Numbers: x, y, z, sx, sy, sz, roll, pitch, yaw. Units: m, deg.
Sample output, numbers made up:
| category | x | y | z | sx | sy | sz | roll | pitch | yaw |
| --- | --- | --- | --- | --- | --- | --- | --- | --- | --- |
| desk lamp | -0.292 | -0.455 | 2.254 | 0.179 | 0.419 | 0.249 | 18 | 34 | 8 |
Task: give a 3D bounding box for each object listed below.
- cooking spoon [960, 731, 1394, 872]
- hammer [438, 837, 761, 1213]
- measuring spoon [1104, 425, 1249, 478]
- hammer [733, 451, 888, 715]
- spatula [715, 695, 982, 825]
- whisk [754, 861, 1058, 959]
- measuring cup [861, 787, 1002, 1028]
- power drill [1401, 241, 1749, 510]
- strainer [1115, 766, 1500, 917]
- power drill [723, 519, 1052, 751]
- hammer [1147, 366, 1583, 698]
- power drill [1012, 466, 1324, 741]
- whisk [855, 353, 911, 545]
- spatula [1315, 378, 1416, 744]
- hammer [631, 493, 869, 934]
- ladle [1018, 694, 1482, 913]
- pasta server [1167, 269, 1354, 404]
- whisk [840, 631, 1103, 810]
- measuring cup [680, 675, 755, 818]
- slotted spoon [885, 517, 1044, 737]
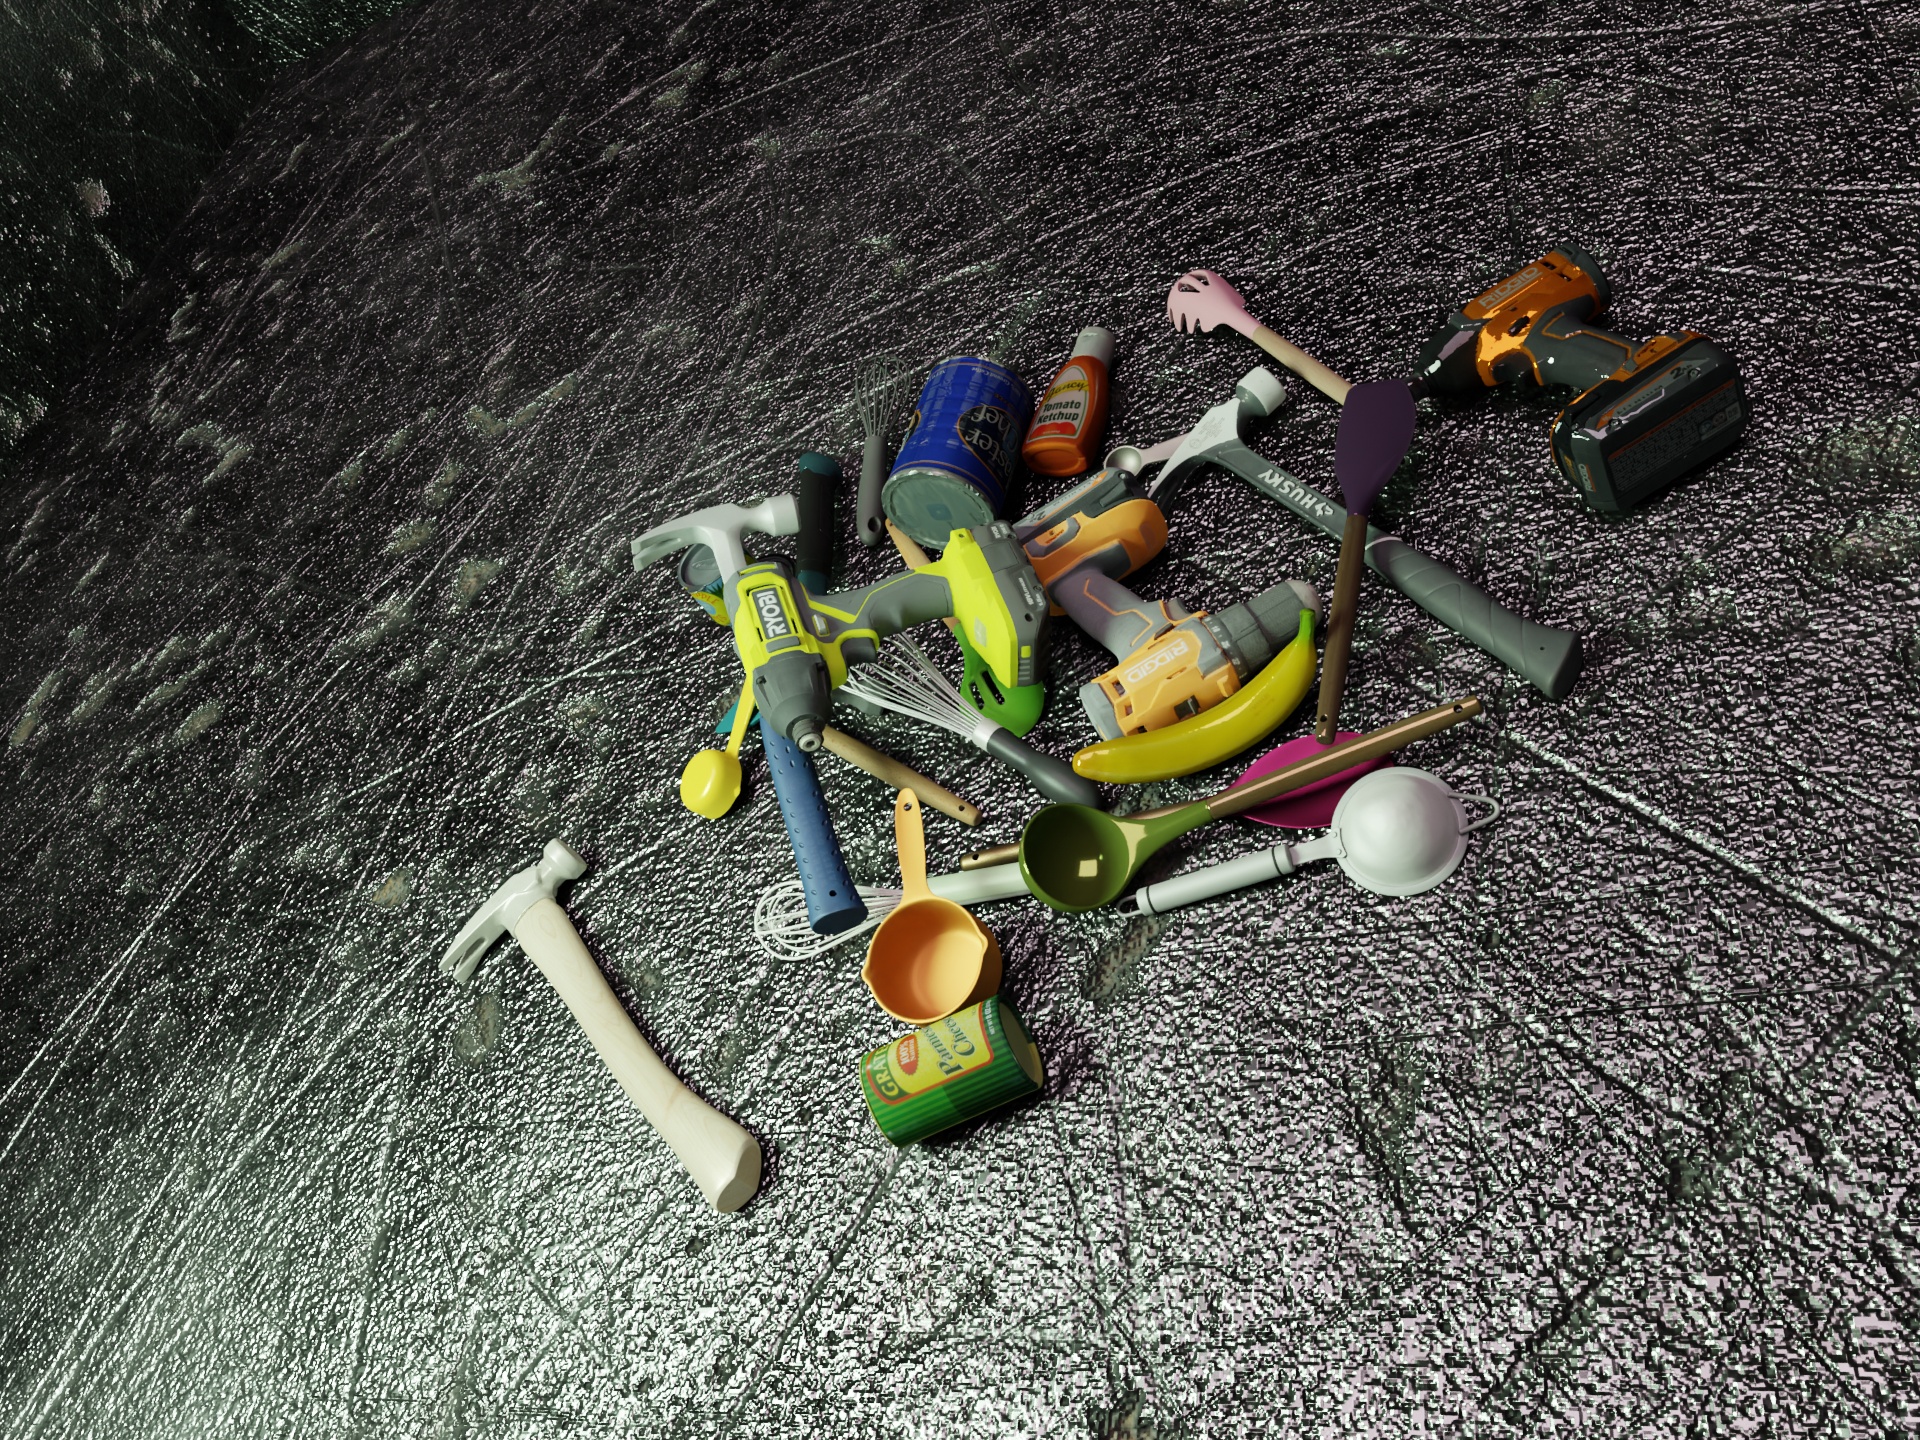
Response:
| category | x | y | z | sx | sy | sz | roll | pitch | yaw |
| --- | --- | --- | --- | --- | --- | --- | --- | --- | --- |
| cooking spoon | 0.144 | 0.068 | 1.112 | 0.319 | 0.017 | 0.069 | -15 | 59 | 22 |
| hammer | -0.277 | 0.244 | 1.227 | 0.146 | 0.038 | 0.411 | -47 | 45 | -7 |
| measuring spoon | 0.182 | -0.225 | 1.333 | 0.124 | 0.018 | 0.034 | -15 | 64 | 14 |
| hammer | -0.129 | -0.133 | 1.410 | 0.128 | 0.033 | 0.331 | 11 | 42 | -13 |
| spatula | -0.093 | 0.023 | 1.301 | 0.318 | 0.044 | 0.082 | 27 | 73 | 39 |
| whisk | -0.043 | 0.133 | 1.166 | 0.246 | 0.057 | 0.059 | -12 | 84 | 21 |
| measuring cup | -0.020 | 0.133 | 1.117 | 0.095 | 0.052 | 0.174 | -18 | 60 | 18 |
| power drill | 0.429 | -0.245 | 1.143 | 0.164 | 0.084 | 0.227 | -32 | 40 | 6 |
| strainer | 0.218 | 0.089 | 1.035 | 0.258 | 0.050 | 0.087 | -21 | 61 | 22 |
| power drill | -0.051 | -0.063 | 1.187 | 0.223 | 0.080 | 0.171 | -14 | 49 | -10 |
| hammer | 0.291 | -0.131 | 1.166 | 0.149 | 0.036 | 0.409 | -43 | 45 | 0 |
| power drill | 0.149 | -0.095 | 1.202 | 0.185 | 0.084 | 0.226 | -31 | 48 | 4 |
| whisk | -0.077 | -0.260 | 1.507 | 0.055 | 0.055 | 0.239 | -14 | 54 | 23 |
| spatula | 0.281 | -0.122 | 1.131 | 0.060 | 0.018 | 0.316 | -3 | 58 | 33 |
| hammer | -0.152 | -0.015 | 1.236 | 0.144 | 0.035 | 0.406 | -12 | 56 | -12 |
| ladle | 0.188 | 0.047 | 1.052 | 0.320 | 0.062 | 0.078 | -23 | 70 | 15 |
| pasta server | 0.270 | -0.309 | 1.336 | 0.060 | 0.040 | 0.317 | -39 | 48 | -1 |
| whisk | -0.002 | -0.004 | 1.215 | 0.285 | 0.070 | 0.070 | 33 | 76 | 31 |
| measuring cup | -0.197 | 0.005 | 1.338 | 0.062 | 0.029 | 0.156 | 11 | 83 | 51 |
| slotted spoon | -0.010 | -0.090 | 1.336 | 0.070 | 0.031 | 0.314 | -37 | 42 | 6 |
